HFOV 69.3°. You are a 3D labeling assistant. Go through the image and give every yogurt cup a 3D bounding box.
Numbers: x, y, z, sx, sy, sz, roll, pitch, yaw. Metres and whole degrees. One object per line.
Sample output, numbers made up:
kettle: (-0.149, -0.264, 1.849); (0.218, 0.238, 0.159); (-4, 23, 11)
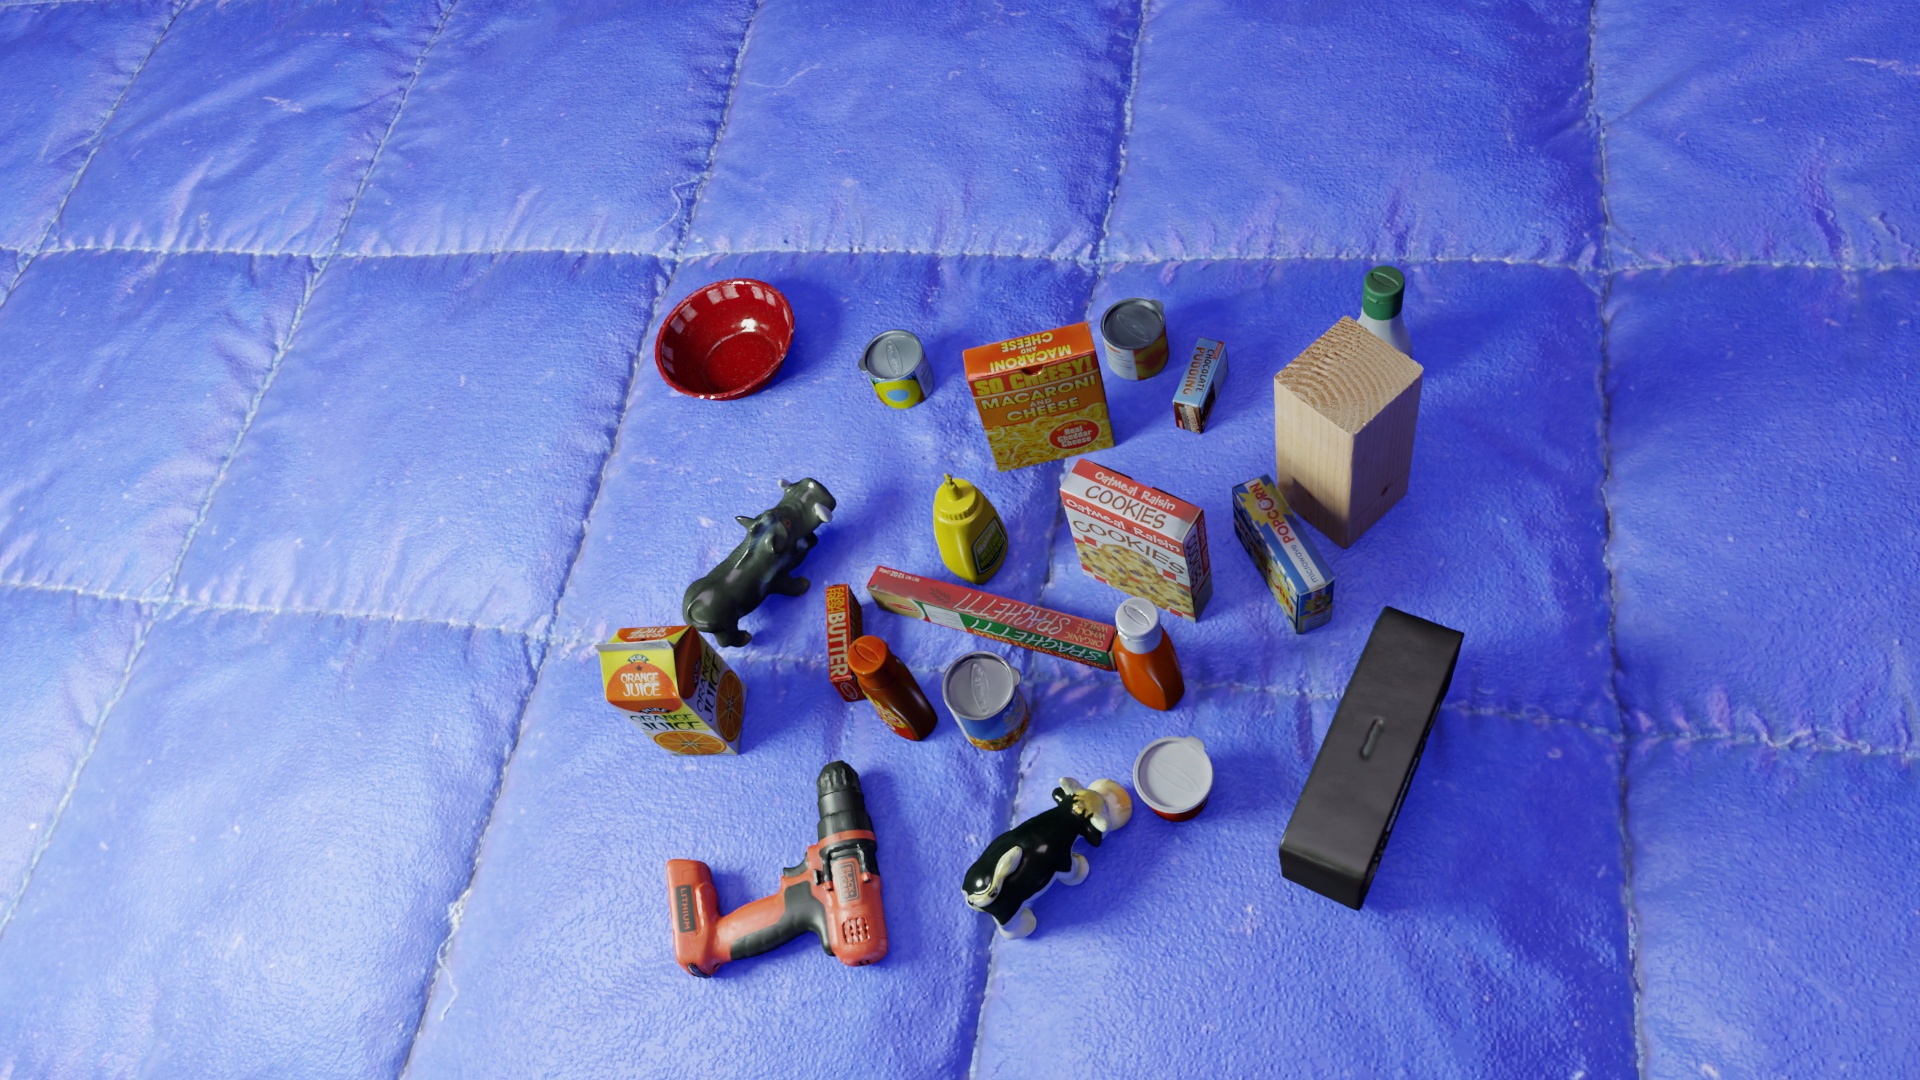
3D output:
yogurt cup: (0.186, 0.210, 1.203); (0.072, 0.053, 0.073); (-6, 60, 10)

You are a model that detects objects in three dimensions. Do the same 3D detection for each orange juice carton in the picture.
orange juice carton: (-0.264, 0.132, 1.272); (0.072, 0.192, 0.073); (-3, 61, 12)

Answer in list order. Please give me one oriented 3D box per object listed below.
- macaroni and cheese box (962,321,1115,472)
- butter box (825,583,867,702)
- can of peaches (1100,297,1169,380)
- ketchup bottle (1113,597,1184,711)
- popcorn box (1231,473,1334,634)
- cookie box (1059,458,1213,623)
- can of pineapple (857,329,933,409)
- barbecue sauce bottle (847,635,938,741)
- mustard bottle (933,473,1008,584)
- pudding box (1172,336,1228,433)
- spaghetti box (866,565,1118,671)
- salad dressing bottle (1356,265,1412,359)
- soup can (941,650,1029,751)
macaroni and cheese box: (0.080, -0.136, 1.356); (0.124, 0.165, 0.040); (-13, 60, 6)
butter box: (-0.110, 0.098, 1.336); (0.024, 0.053, 0.104); (-10, 60, 8)
can of peaches: (0.183, -0.209, 1.435); (0.071, 0.058, 0.071); (-6, 60, 10)
ketchup bottle: (0.161, 0.098, 1.216); (0.065, 0.148, 0.043); (38, 76, 28)
popcorn box: (0.294, 0.013, 1.269); (0.038, 0.085, 0.127); (-25, 59, -1)
cookie box: (0.162, 0.001, 1.259); (0.123, 0.166, 0.040); (25, 70, 24)
can of pineapple: (-0.068, -0.182, 1.479); (0.071, 0.057, 0.071); (-6, 60, 10)
barbecue sauce bottle: (-0.064, 0.131, 1.251); (0.065, 0.148, 0.044); (33, 74, 27)
mustard bottle: (0.005, -0.016, 1.310); (0.049, 0.159, 0.065); (29, 72, 25)
pudding box: (0.242, -0.156, 1.397); (0.030, 0.049, 0.084); (16, 66, 21)
spaghetti box: (0.032, 0.074, 1.318); (0.250, 0.050, 0.029); (14, 66, 20)
salad dressing bottle: (0.402, -0.202, 1.328); (0.064, 0.147, 0.044); (37, 75, 28)
soup can: (0.027, 0.146, 1.259); (0.071, 0.083, 0.071); (-6, 61, 10)
